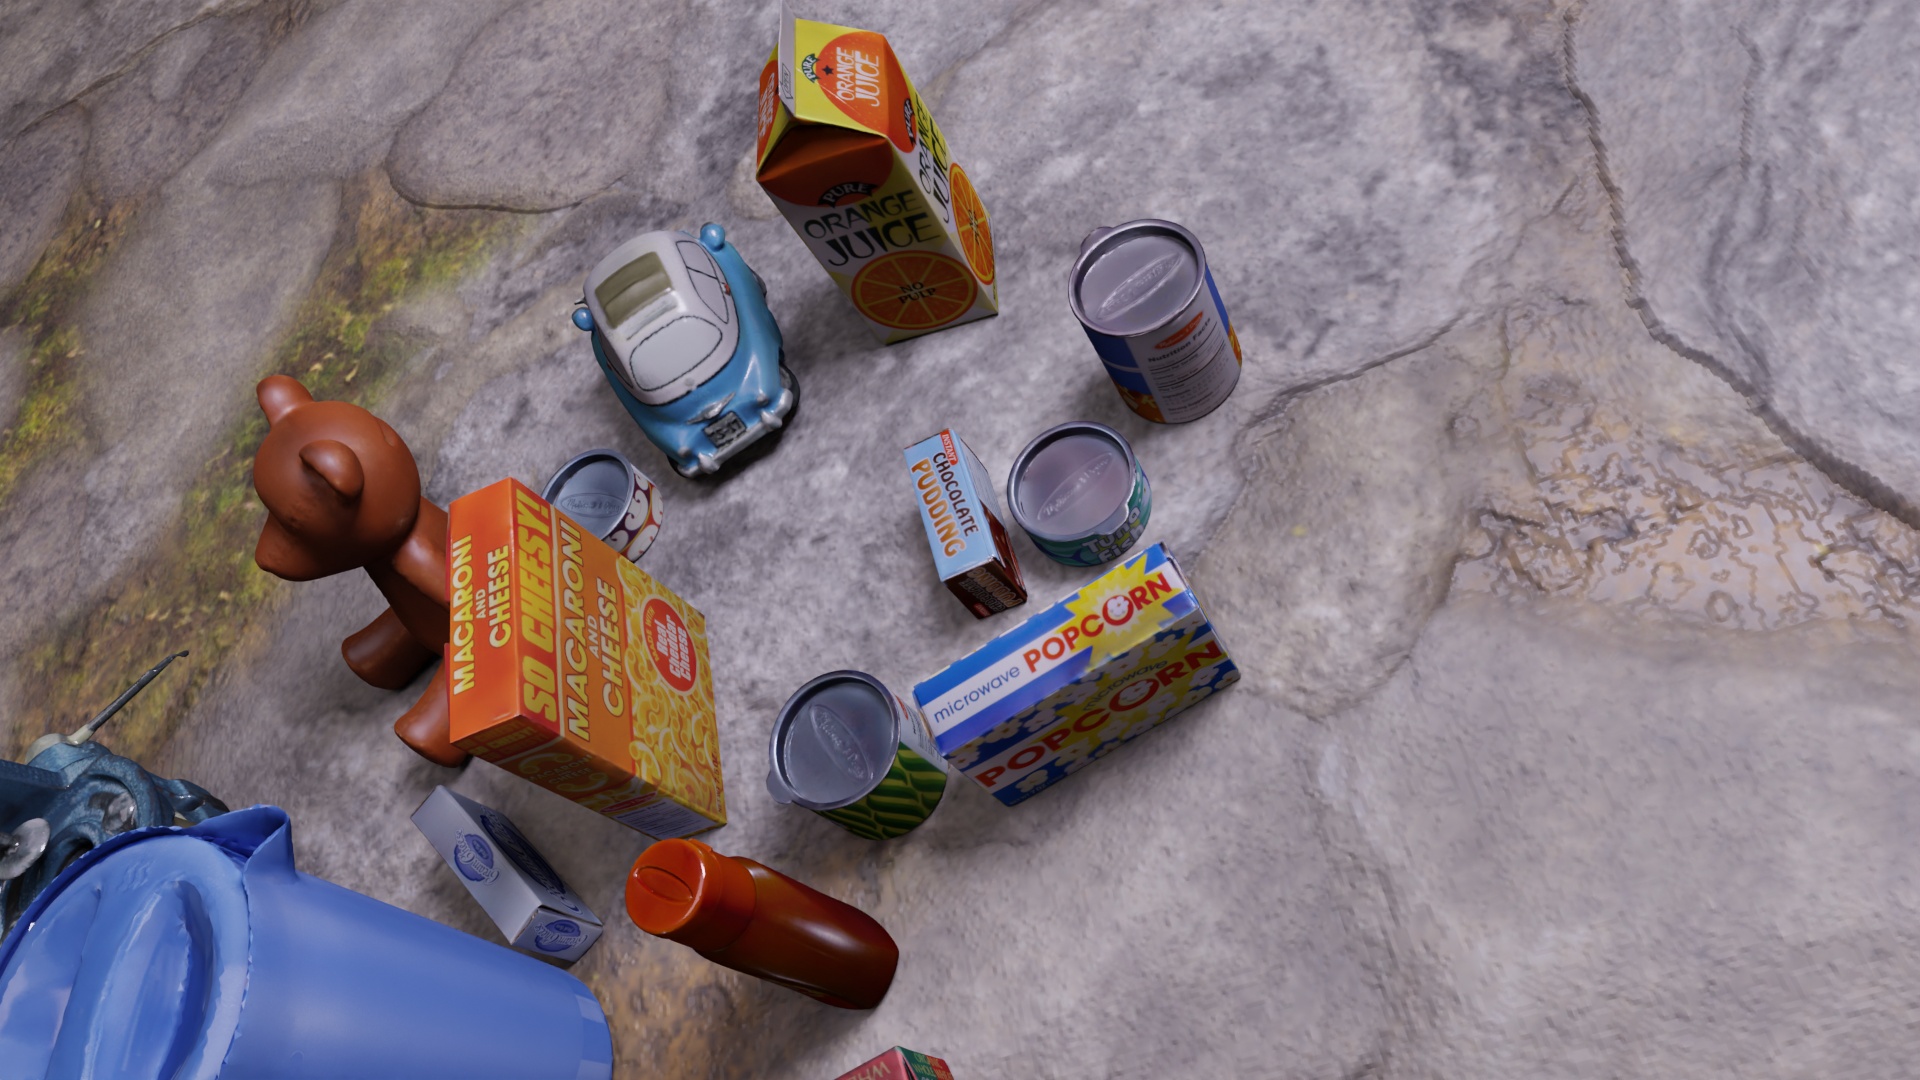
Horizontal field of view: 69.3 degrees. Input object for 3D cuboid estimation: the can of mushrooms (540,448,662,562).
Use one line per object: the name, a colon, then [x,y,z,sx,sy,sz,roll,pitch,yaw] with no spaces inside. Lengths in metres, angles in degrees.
can of mushrooms: [-0.208,-0.014,0.797,0.071,0.033,0.071,-11,60,19]

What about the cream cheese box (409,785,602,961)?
cream cheese box: [-0.228,0.167,0.698,0.104,0.053,0.024,34,82,34]

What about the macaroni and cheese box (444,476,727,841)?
macaroni and cheese box: [-0.175,0.063,0.661,0.040,0.166,0.124,-22,57,13]

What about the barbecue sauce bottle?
barbecue sauce bottle: [-0.083,0.159,0.579,0.065,0.148,0.044,17,72,31]

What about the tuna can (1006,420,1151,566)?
tuna can: [0.060,-0.021,0.680,0.071,0.032,0.071,-11,60,19]

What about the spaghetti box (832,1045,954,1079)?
spaghetti box: [-0.115,0.284,0.587,0.250,0.050,0.029,-30,56,7]

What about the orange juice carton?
orange juice carton: [-0.048,-0.189,0.722,0.073,0.192,0.072,-13,60,18]

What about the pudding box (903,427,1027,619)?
pudding box: [0.002,-0.009,0.690,0.030,0.049,0.084,-25,57,11]

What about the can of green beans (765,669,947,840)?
can of green beans: [-0.047,0.101,0.648,0.071,0.057,0.071,-11,60,19]

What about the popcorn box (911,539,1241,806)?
popcorn box: [0.052,0.062,0.608,0.126,0.085,0.038,-31,56,7]

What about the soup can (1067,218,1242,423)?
soup can: [0.095,-0.107,0.679,0.071,0.083,0.071,-11,60,19]
